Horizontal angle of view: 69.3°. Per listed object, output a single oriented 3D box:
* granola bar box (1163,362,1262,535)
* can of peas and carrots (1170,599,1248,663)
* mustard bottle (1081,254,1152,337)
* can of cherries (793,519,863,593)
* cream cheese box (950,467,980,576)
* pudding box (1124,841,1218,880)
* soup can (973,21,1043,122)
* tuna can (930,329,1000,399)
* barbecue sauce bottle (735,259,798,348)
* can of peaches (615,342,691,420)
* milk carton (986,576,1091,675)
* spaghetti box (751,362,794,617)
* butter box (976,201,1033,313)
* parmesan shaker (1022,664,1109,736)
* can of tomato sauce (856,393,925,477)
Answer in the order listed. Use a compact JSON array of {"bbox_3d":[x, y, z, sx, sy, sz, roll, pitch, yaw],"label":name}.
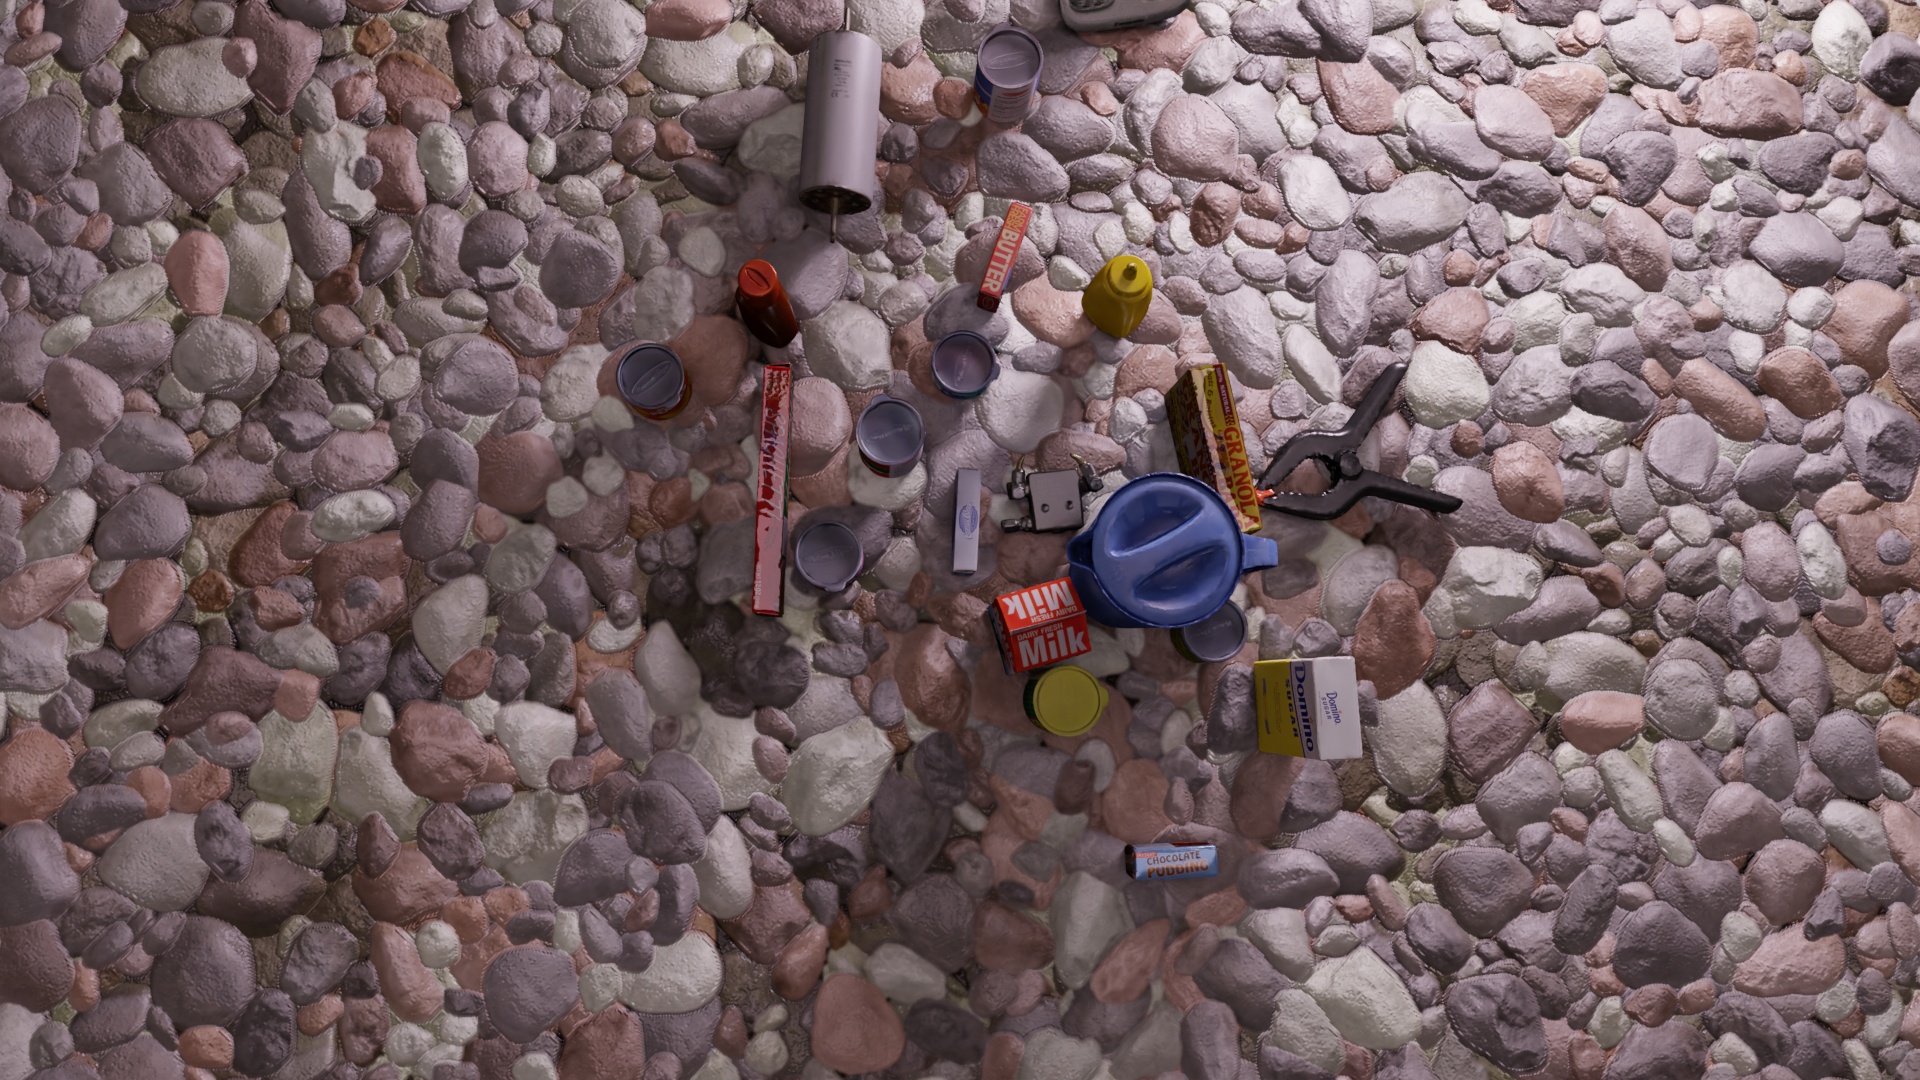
[{"bbox_3d":[0.247,-0.079,1.363,0.039,0.124,0.165,-11,84,-4],"label":"granola bar box"},{"bbox_3d":[0.244,0.086,1.375,0.071,0.058,0.071,0,83,-3],"label":"can of peas and carrots"},{"bbox_3d":[0.159,-0.245,1.362,0.065,0.160,0.049,39,83,2],"label":"mustard bottle"},{"bbox_3d":[-0.128,0.018,1.363,0.071,0.058,0.071,0,83,-3],"label":"can of cherries"},{"bbox_3d":[0.005,-0.017,1.377,0.024,0.053,0.104,3,83,-3],"label":"cream cheese box"},{"bbox_3d":[0.205,0.311,1.348,0.084,0.049,0.030,-2,83,-3],"label":"pudding box"},{"bbox_3d":[0.047,-0.479,1.424,0.071,0.083,0.071,0,83,-3],"label":"soup can"},{"bbox_3d":[0.005,-0.177,1.408,0.071,0.033,0.071,0,83,-3],"label":"tuna can"},{"bbox_3d":[-0.191,-0.232,1.346,0.065,0.148,0.044,43,83,2],"label":"barbecue sauce bottle"},{"bbox_3d":[-0.301,-0.154,1.375,0.071,0.058,0.071,0,83,-3],"label":"can of peaches"},{"bbox_3d":[0.073,0.081,1.299,0.072,0.190,0.073,-16,84,-5],"label":"milk carton"},{"bbox_3d":[-0.184,-0.050,1.372,0.029,0.050,0.250,2,83,-3],"label":"spaghetti box"},{"bbox_3d":[0.044,-0.288,1.415,0.024,0.053,0.103,20,82,-1],"label":"butter box"},{"bbox_3d":[0.100,0.154,1.336,0.071,0.103,0.071,0,83,-3],"label":"parmesan shaker"},{"bbox_3d":[-0.070,-0.101,1.369,0.071,0.083,0.071,0,83,-3],"label":"can of tomato sauce"}]
